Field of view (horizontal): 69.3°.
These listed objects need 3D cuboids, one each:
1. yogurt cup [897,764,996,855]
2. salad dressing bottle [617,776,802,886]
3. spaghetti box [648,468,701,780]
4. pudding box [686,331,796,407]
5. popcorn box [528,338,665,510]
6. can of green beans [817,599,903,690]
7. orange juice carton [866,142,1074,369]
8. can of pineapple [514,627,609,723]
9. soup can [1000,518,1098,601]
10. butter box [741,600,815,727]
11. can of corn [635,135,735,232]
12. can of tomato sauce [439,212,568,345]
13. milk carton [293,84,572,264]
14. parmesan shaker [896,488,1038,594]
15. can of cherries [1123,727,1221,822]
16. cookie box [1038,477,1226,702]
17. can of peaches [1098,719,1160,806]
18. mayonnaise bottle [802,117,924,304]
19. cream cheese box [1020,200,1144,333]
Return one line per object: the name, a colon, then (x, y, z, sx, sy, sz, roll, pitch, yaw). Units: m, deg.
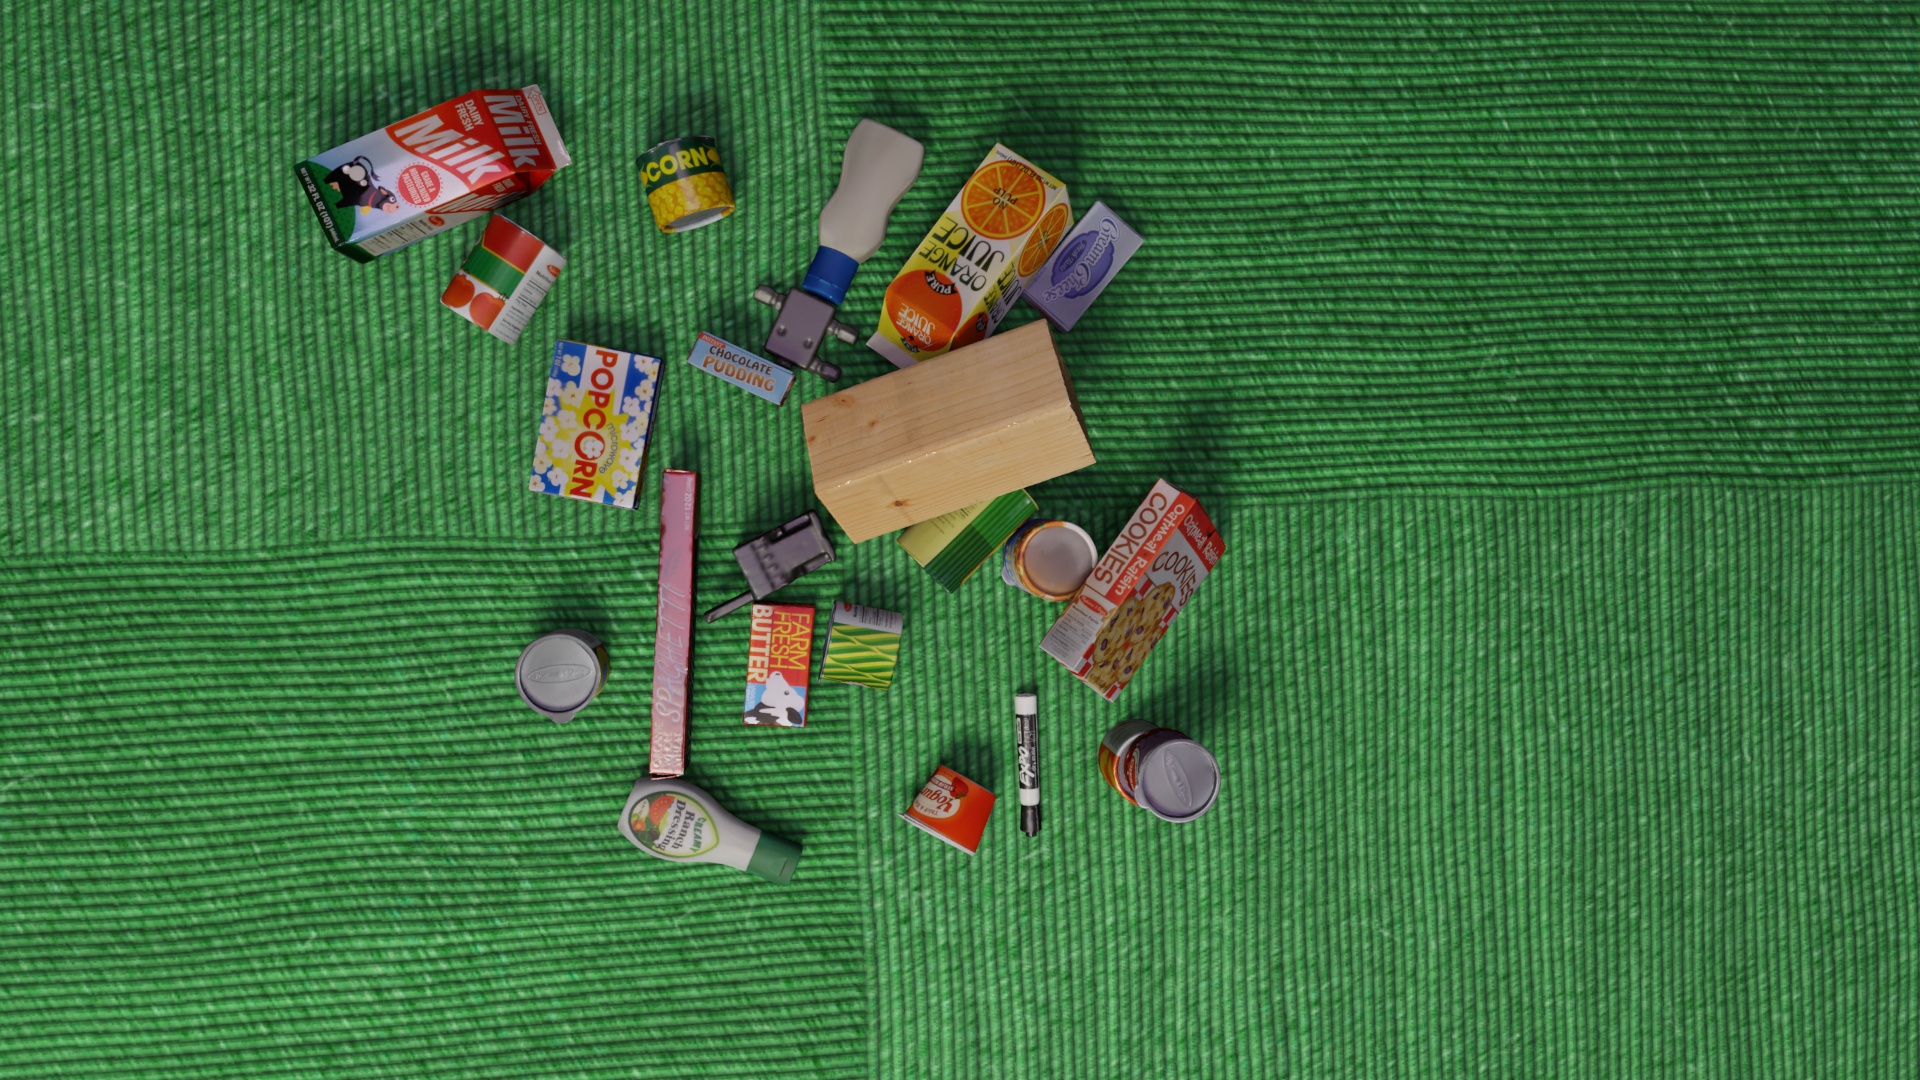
yogurt cup: (-0.006, 0.222, 1.152, 0.072, 0.072, 0.054, 30, 80, -6)
salad dressing bottle: (-0.204, 0.241, 1.139, 0.148, 0.044, 0.064, 22, 90, -6)
spaghetti box: (-0.232, 0.067, 1.131, 0.029, 0.050, 0.250, 2, 91, -5)
pudding box: (-0.178, -0.140, 1.134, 0.084, 0.049, 0.030, 25, 90, -6)
popcorn box: (-0.294, -0.094, 1.127, 0.085, 0.038, 0.126, 11, 90, -7)
can of green beans: (-0.082, 0.086, 1.139, 0.058, 0.071, 0.071, 12, 90, -7)
orange juice carton: (0.006, -0.217, 1.133, 0.072, 0.073, 0.193, 36, 86, 15)
can of pineapple: (-0.320, 0.107, 1.117, 0.071, 0.058, 0.071, 0, 91, -6)
soup can: (0.071, 0.017, 1.147, 0.071, 0.084, 0.071, 0, 92, -6)
butter box: (-0.151, 0.102, 1.153, 0.053, 0.024, 0.103, 5, 90, -6)
can of corn: (-0.221, -0.286, 1.117, 0.071, 0.071, 0.058, -19, 94, -6)
can of tomato sauce: (-0.364, -0.208, 1.105, 0.071, 0.071, 0.083, 32, 88, -6)
milk carton: (-0.409, -0.292, 1.095, 0.191, 0.073, 0.072, -24, 93, -6)
parmesan shaker: (0.004, -0.014, 1.150, 0.103, 0.071, 0.071, -45, 95, -3)
can of cherries: (0.166, 0.187, 1.113, 0.071, 0.058, 0.071, 0, 92, -6)
cookie box: (0.145, 0.044, 1.136, 0.040, 0.122, 0.167, 35, 86, 28)
can of peaches: (0.156, 0.190, 1.171, 0.071, 0.058, 0.071, 0, 90, -6)
mayonnaise bottle: (-0.085, -0.269, 1.148, 0.065, 0.041, 0.148, 25, 89, -5)
cream cheese box: (0.102, -0.232, 1.177, 0.053, 0.024, 0.104, 40, 87, -6)
